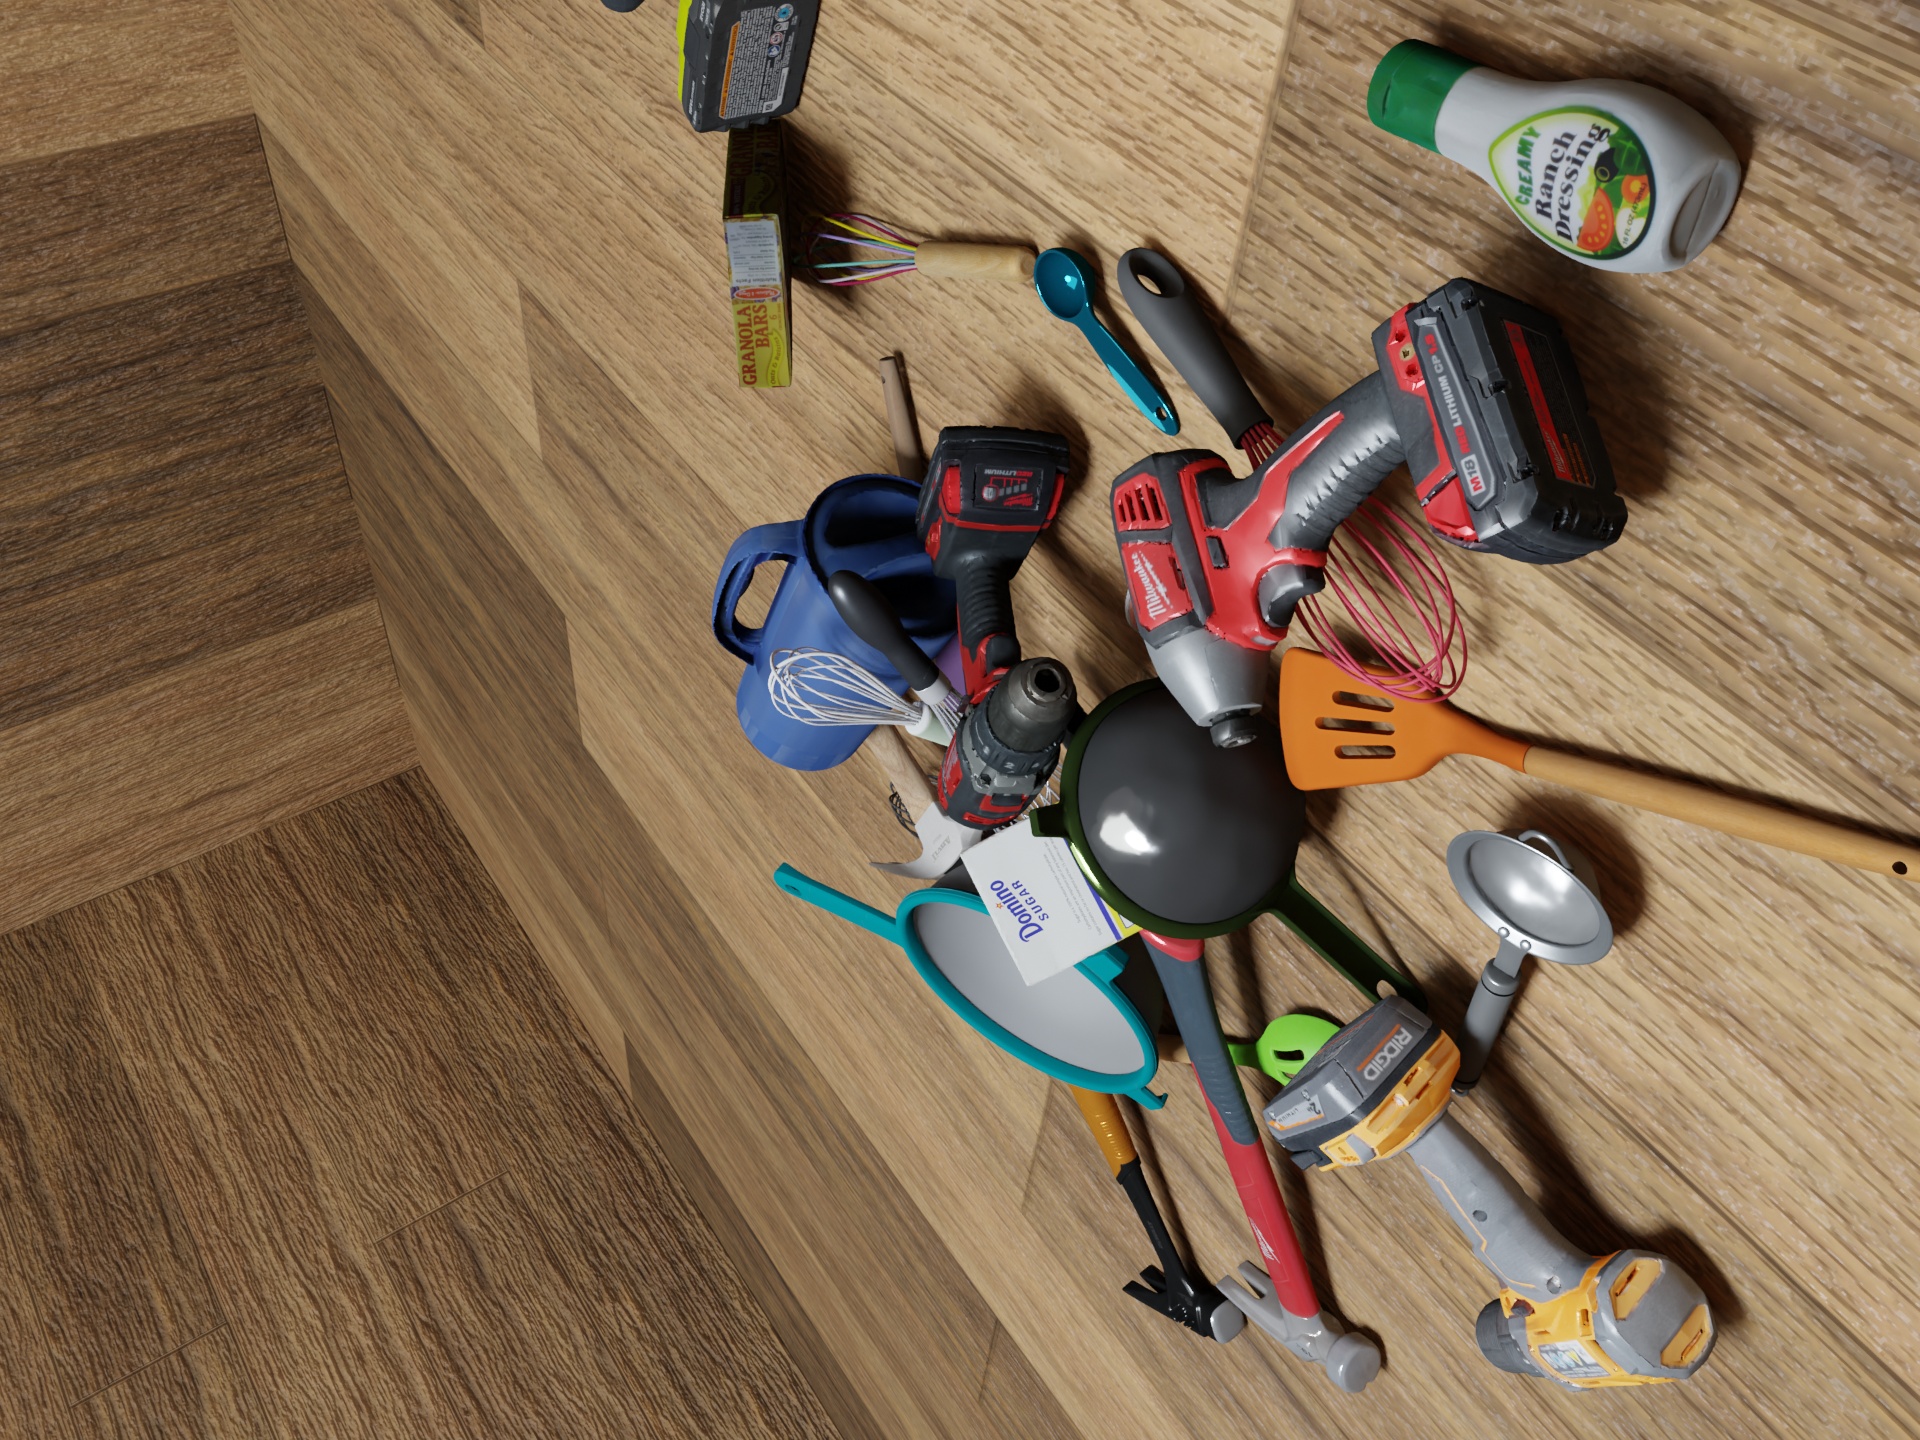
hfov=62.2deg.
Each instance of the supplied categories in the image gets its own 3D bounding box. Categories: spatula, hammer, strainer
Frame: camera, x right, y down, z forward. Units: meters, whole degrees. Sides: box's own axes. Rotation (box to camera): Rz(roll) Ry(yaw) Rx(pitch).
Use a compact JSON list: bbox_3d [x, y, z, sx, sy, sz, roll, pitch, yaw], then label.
[{"bbox_3d":[-0.020,-0.114,1.176,0.060,0.018,0.315,23,133,50],"label":"spatula"},{"bbox_3d":[0.120,0.333,1.258,0.127,0.034,0.336,-1,116,61],"label":"hammer"},{"bbox_3d":[0.278,0.124,0.812,0.087,0.050,0.258,34,147,28],"label":"strainer"},{"bbox_3d":[0.179,0.278,1.074,0.143,0.038,0.386,20,137,58],"label":"hammer"},{"bbox_3d":[-0.076,-0.003,1.303,0.130,0.031,0.332,-53,51,25],"label":"hammer"},{"bbox_3d":[0.014,0.143,1.156,0.341,0.095,0.210,20,147,33],"label":"strainer"},{"bbox_3d":[0.277,0.027,0.729,0.323,0.041,0.081,20,122,53],"label":"spatula"},{"bbox_3d":[0.174,0.077,0.876,0.256,0.151,0.069,42,156,-3],"label":"strainer"}]

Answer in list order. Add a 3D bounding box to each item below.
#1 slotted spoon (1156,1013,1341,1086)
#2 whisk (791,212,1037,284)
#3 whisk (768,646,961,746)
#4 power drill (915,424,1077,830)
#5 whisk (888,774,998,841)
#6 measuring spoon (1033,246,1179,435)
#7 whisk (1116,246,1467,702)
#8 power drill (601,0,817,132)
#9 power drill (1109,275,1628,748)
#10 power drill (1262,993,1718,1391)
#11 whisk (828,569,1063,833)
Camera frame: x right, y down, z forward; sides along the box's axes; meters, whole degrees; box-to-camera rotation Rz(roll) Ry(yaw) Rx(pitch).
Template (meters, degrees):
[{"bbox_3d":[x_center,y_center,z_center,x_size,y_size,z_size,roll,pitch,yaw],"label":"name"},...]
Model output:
[{"bbox_3d":[0.174,0.233,1.110,0.070,0.031,0.314,62,155,-5],"label":"slotted spoon"},{"bbox_3d":[-0.037,-0.301,1.023,0.245,0.051,0.047,24,127,49],"label":"whisk"},{"bbox_3d":[-0.036,-0.004,1.098,0.058,0.246,0.059,-46,50,23],"label":"whisk"},{"bbox_3d":[0.026,-0.062,0.943,0.187,0.080,0.227,117,153,-67],"label":"power drill"},{"bbox_3d":[0.023,0.100,1.251,0.239,0.055,0.055,29,137,43],"label":"whisk"},{"bbox_3d":[0.089,-0.216,0.902,0.128,0.021,0.042,53,152,3],"label":"measuring spoon"},{"bbox_3d":[0.158,-0.129,0.798,0.296,0.073,0.073,60,154,21],"label":"whisk"},{"bbox_3d":[-0.192,-0.516,1.087,0.229,0.080,0.190,59,153,18],"label":"power drill"},{"bbox_3d":[0.164,-0.083,0.698,0.219,0.078,0.143,-28,68,44],"label":"power drill"},{"bbox_3d":[0.277,0.272,0.878,0.226,0.084,0.185,45,157,13],"label":"power drill"},{"bbox_3d":[-0.001,-0.004,1.067,0.070,0.070,0.284,25,161,52],"label":"whisk"}]
